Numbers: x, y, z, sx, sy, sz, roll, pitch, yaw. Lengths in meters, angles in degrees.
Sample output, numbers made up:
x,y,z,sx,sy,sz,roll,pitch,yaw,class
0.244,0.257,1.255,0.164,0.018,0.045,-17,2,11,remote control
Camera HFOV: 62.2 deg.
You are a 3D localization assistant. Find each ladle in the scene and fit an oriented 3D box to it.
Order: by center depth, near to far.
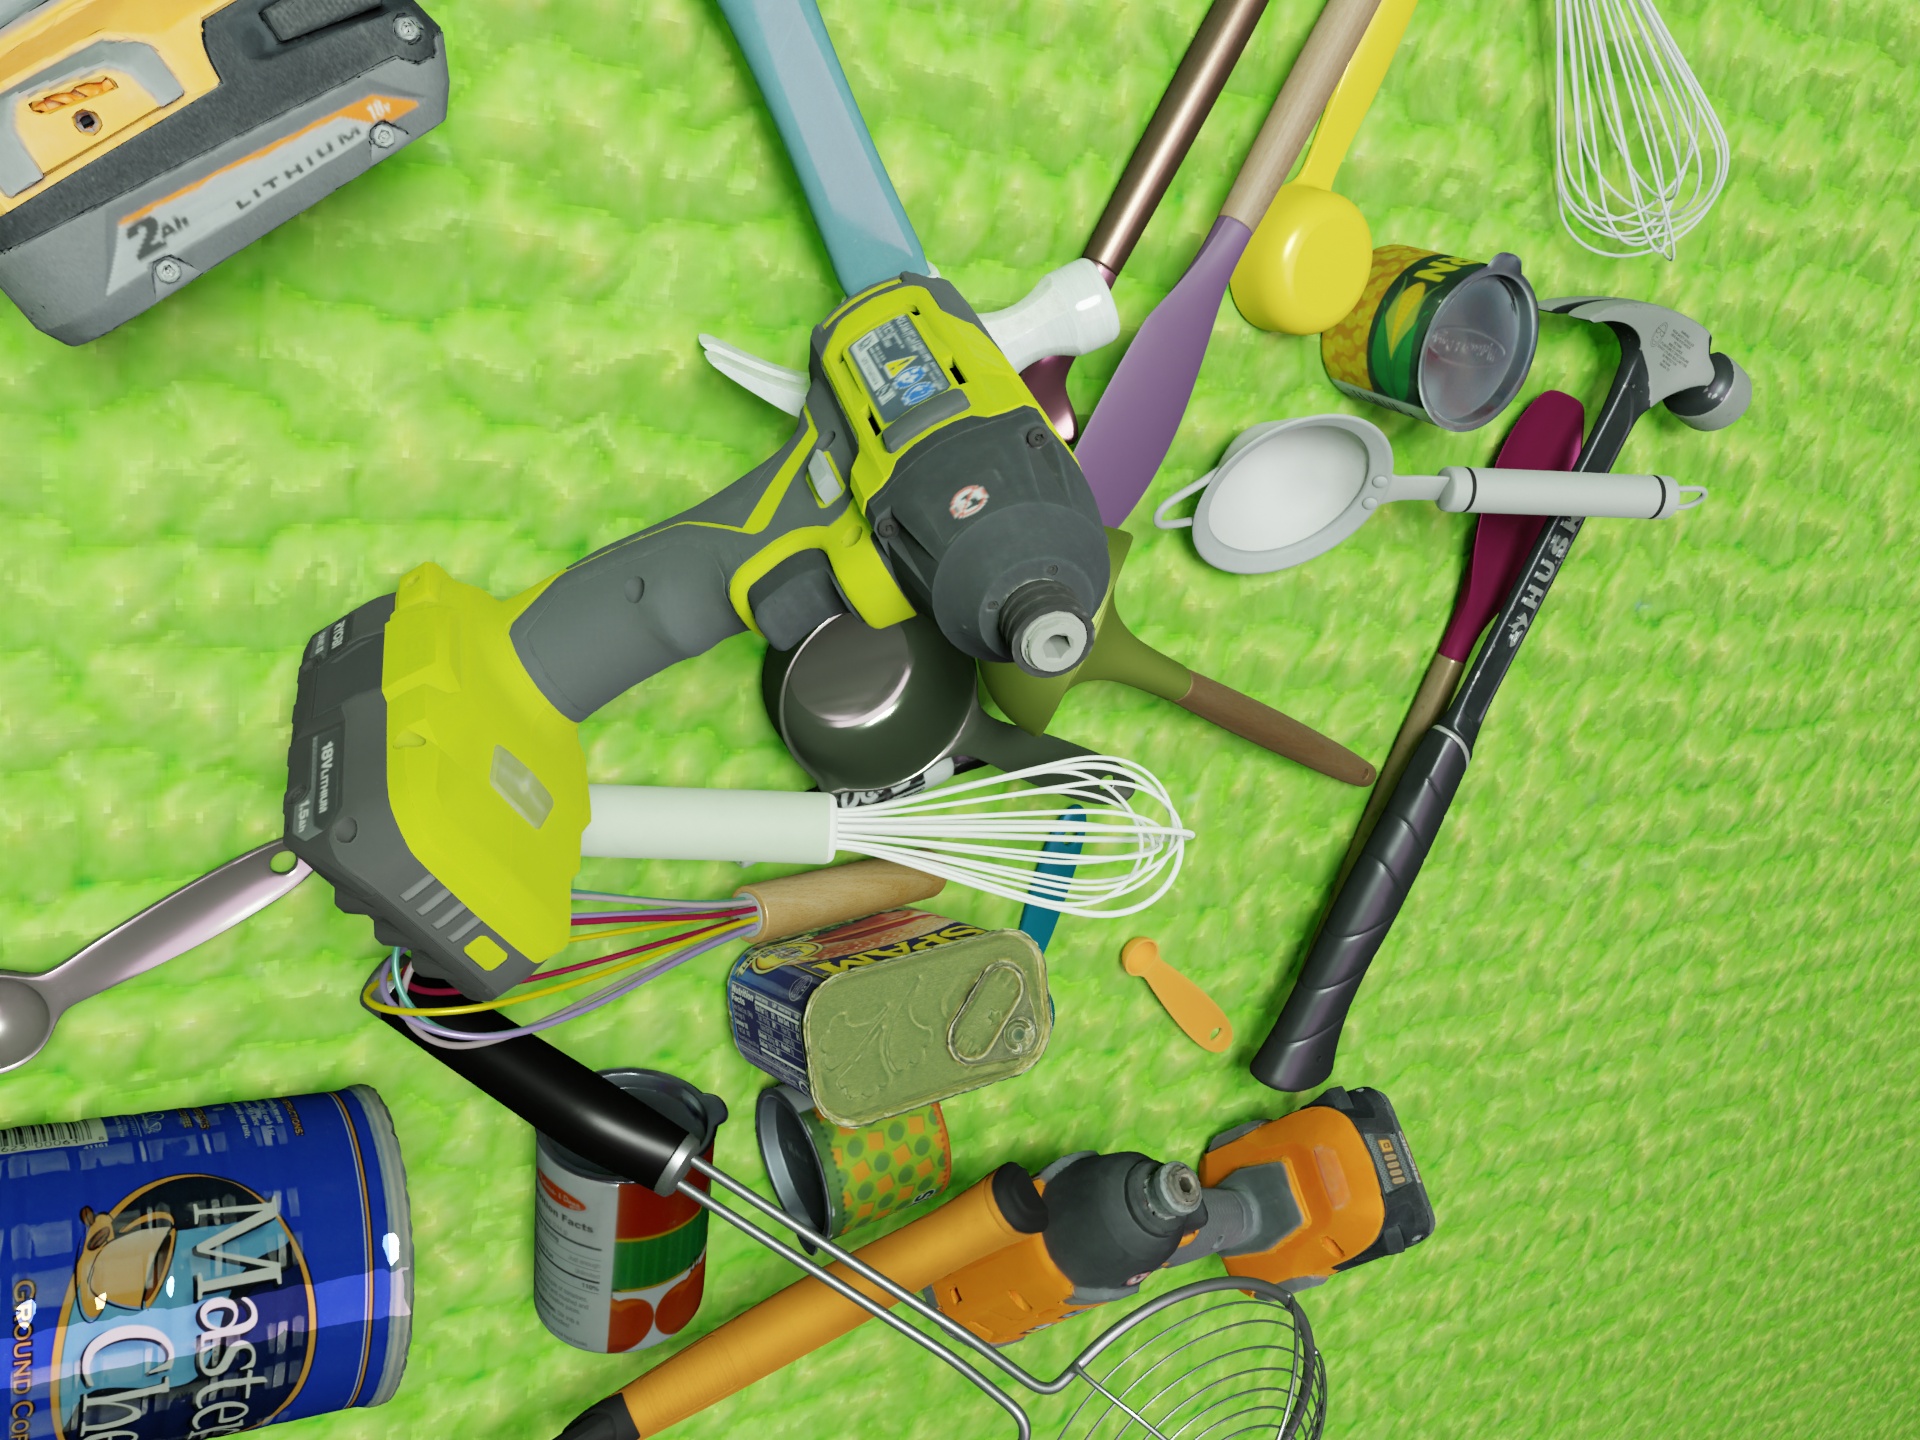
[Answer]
x,y,z,sx,sy,sz,roll,pitch,yaw,class
0.111,-0.004,0.650,0.320,0.062,0.078,21,96,-50,ladle

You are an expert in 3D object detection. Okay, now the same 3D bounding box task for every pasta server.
x,y,z,sx,sy,sz,roll,pitch,yaw,class
0.069,-0.185,0.570,0.060,0.040,0.316,21,100,-54,pasta server

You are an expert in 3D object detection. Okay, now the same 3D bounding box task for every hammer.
x,y,z,sx,sy,sz,roll,pitch,yaw,class
-0.063,-0.227,0.448,0.128,0.033,0.330,-27,123,-2,hammer
-0.116,0.264,0.615,0.337,0.034,0.127,-24,162,-18,hammer
0.239,-0.005,0.753,0.149,0.036,0.409,18,101,-41,hammer

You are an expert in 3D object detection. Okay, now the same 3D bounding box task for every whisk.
x,y,z,sx,sy,sz,roll,pitch,yaw,class
-0.038,0.038,0.557,0.246,0.059,0.058,3,82,-8,whisk
-0.095,0.071,0.565,0.245,0.047,0.051,-8,73,-48,whisk
0.243,-0.302,0.618,0.070,0.070,0.284,-41,125,-10,whisk

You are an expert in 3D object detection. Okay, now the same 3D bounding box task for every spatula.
x,y,z,sx,sy,sz,roll,pitch,yaw,class
0.113,-0.202,0.583,0.316,0.018,0.059,-62,148,-1,spatula

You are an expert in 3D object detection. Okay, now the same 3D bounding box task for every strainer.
x,y,z,sx,sy,sz,roll,pitch,yaw,class
0.197,-0.097,0.663,0.258,0.050,0.086,0,141,-13,strainer

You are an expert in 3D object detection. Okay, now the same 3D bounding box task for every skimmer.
x,y,z,sx,sy,sz,roll,pitch,yaw,class
-0.040,0.180,0.557,0.363,0.090,0.127,31,96,4,skimmer

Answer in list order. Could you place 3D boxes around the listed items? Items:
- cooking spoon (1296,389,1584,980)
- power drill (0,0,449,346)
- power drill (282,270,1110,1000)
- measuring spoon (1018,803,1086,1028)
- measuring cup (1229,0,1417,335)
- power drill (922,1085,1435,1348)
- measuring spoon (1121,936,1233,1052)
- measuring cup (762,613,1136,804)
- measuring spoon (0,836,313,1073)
x,y,z,sx,sy,sz,roll,pitch,yaw,class
0.231,-0.007,0.782,0.068,0.017,0.319,8,108,-40,cooking spoon
-0.204,-0.222,0.342,0.185,0.084,0.226,-39,124,-13,power drill
-0.071,-0.025,0.444,0.223,0.171,0.080,-31,129,6,power drill
0.038,0.098,0.701,0.042,0.021,0.128,2,113,-35,measuring spoon
0.153,-0.223,0.611,0.062,0.029,0.156,10,109,-37,measuring cup
0.114,0.230,0.743,0.226,0.084,0.164,2,149,-35,power drill
0.106,0.135,0.777,0.021,0.011,0.116,-48,134,-5,measuring spoon
-0.001,-0.002,0.606,0.167,0.038,0.083,21,103,-35,measuring cup
-0.257,0.067,0.495,0.124,0.018,0.034,-32,127,-26,measuring spoon
